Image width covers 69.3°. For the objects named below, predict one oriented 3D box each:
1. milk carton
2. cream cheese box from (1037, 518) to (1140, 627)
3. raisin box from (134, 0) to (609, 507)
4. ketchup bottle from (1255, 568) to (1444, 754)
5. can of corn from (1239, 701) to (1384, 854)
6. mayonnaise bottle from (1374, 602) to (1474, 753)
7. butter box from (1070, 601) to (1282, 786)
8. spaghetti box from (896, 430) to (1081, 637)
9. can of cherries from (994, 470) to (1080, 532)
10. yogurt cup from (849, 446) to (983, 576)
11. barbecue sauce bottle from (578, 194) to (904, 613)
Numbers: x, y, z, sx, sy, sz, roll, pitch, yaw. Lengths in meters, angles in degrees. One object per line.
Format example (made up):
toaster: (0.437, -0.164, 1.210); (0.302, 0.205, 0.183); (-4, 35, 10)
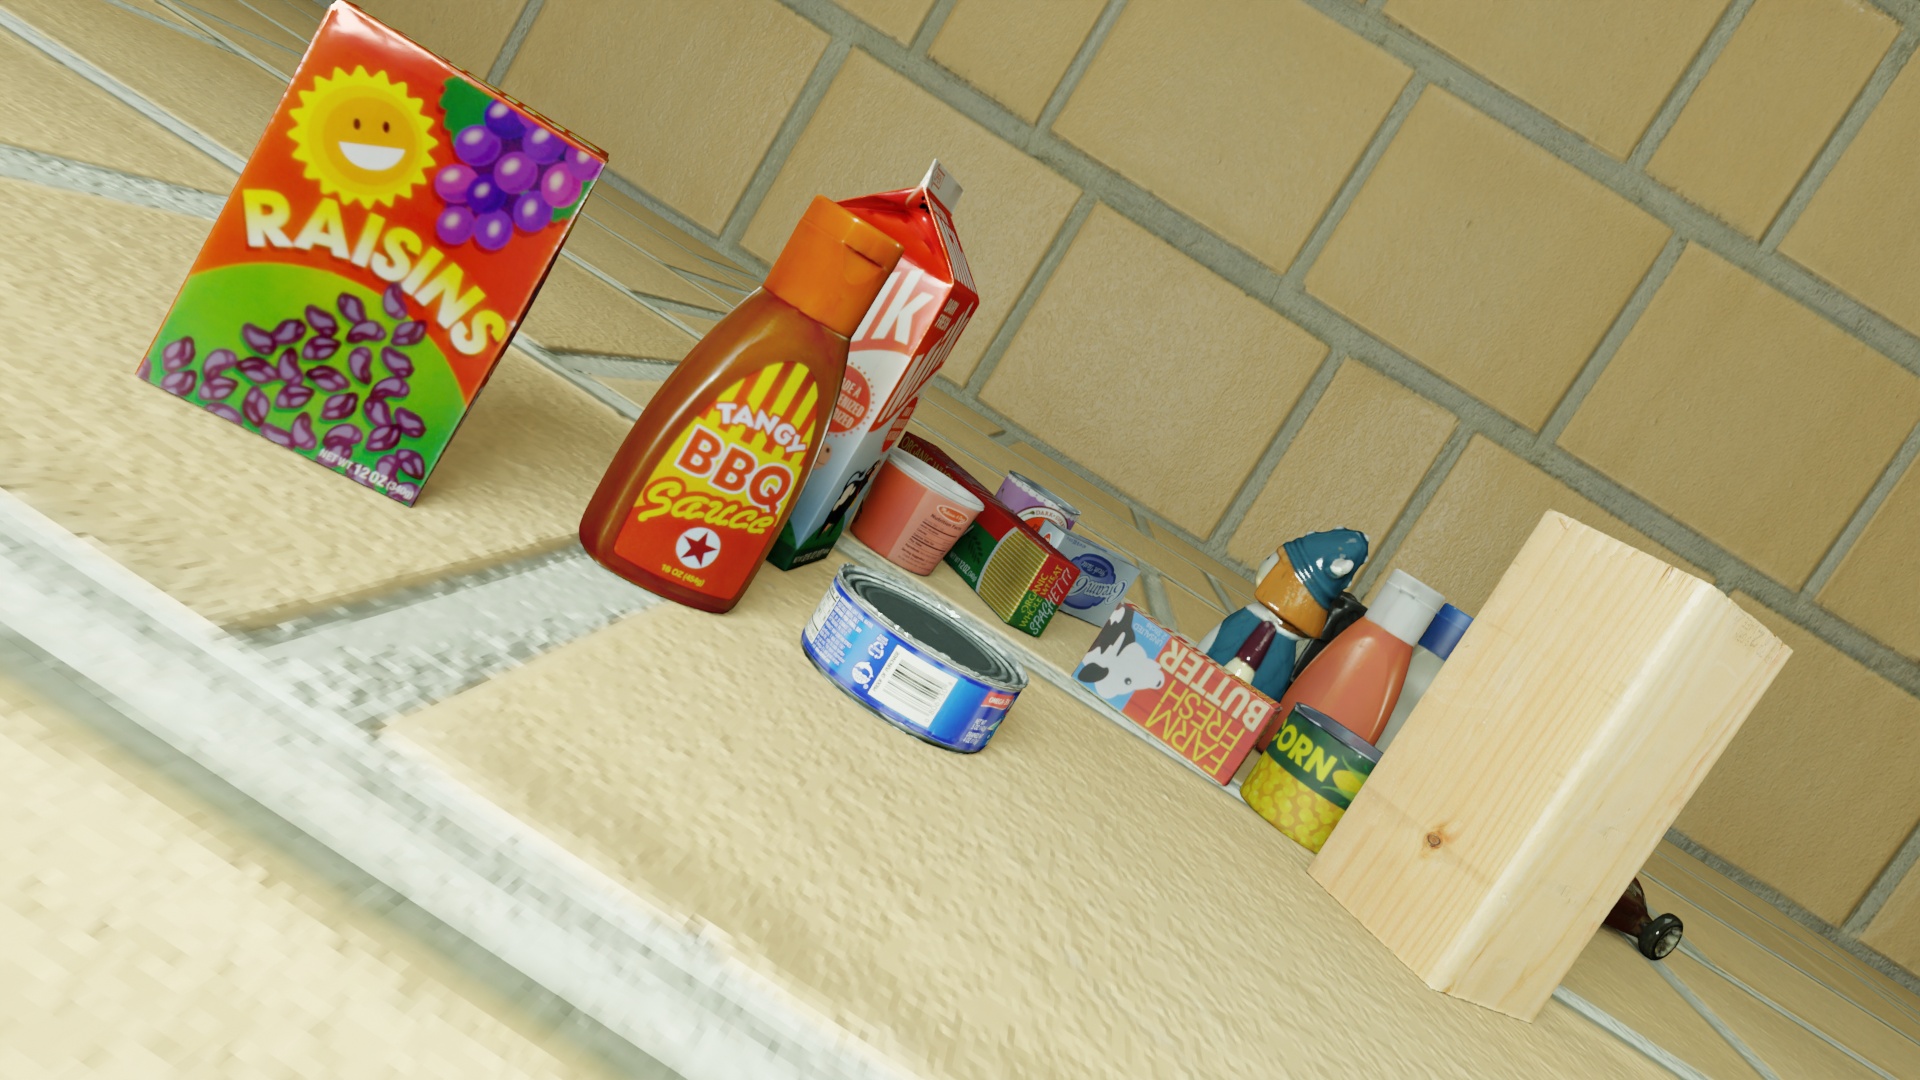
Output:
milk carton: (-0.053, -0.086, 0.646); (0.073, 0.190, 0.072); (33, 7, 7)
cream cheese box: (0.081, 0.025, 0.979); (0.024, 0.053, 0.104); (38, 10, 40)
raisin box: (-0.174, -0.085, 0.419); (0.086, 0.123, 0.040); (29, 8, -21)
ketchup bottle: (0.255, 0.089, 0.894); (0.065, 0.148, 0.043); (35, 8, 26)
can of corn: (0.189, 0.127, 0.737); (0.071, 0.058, 0.071); (31, 7, -4)
mayonnaise bottle: (0.337, 0.117, 1.037); (0.041, 0.148, 0.065); (34, 7, 16)
butter box: (0.117, 0.083, 0.755); (0.103, 0.053, 0.024); (35, 8, 22)
spaghetti box: (0.003, -0.012, 0.918); (0.028, 0.050, 0.251); (28, 9, -30)
can of cherries: (0.053, -0.013, 1.090); (0.071, 0.058, 0.071); (31, 7, -4)
yogurt cup: (-0.028, -0.016, 0.809); (0.072, 0.054, 0.072); (31, 7, -4)
barbecue sauce bottle: (-0.073, -0.049, 0.492); (0.065, 0.148, 0.044); (27, 8, -33)
